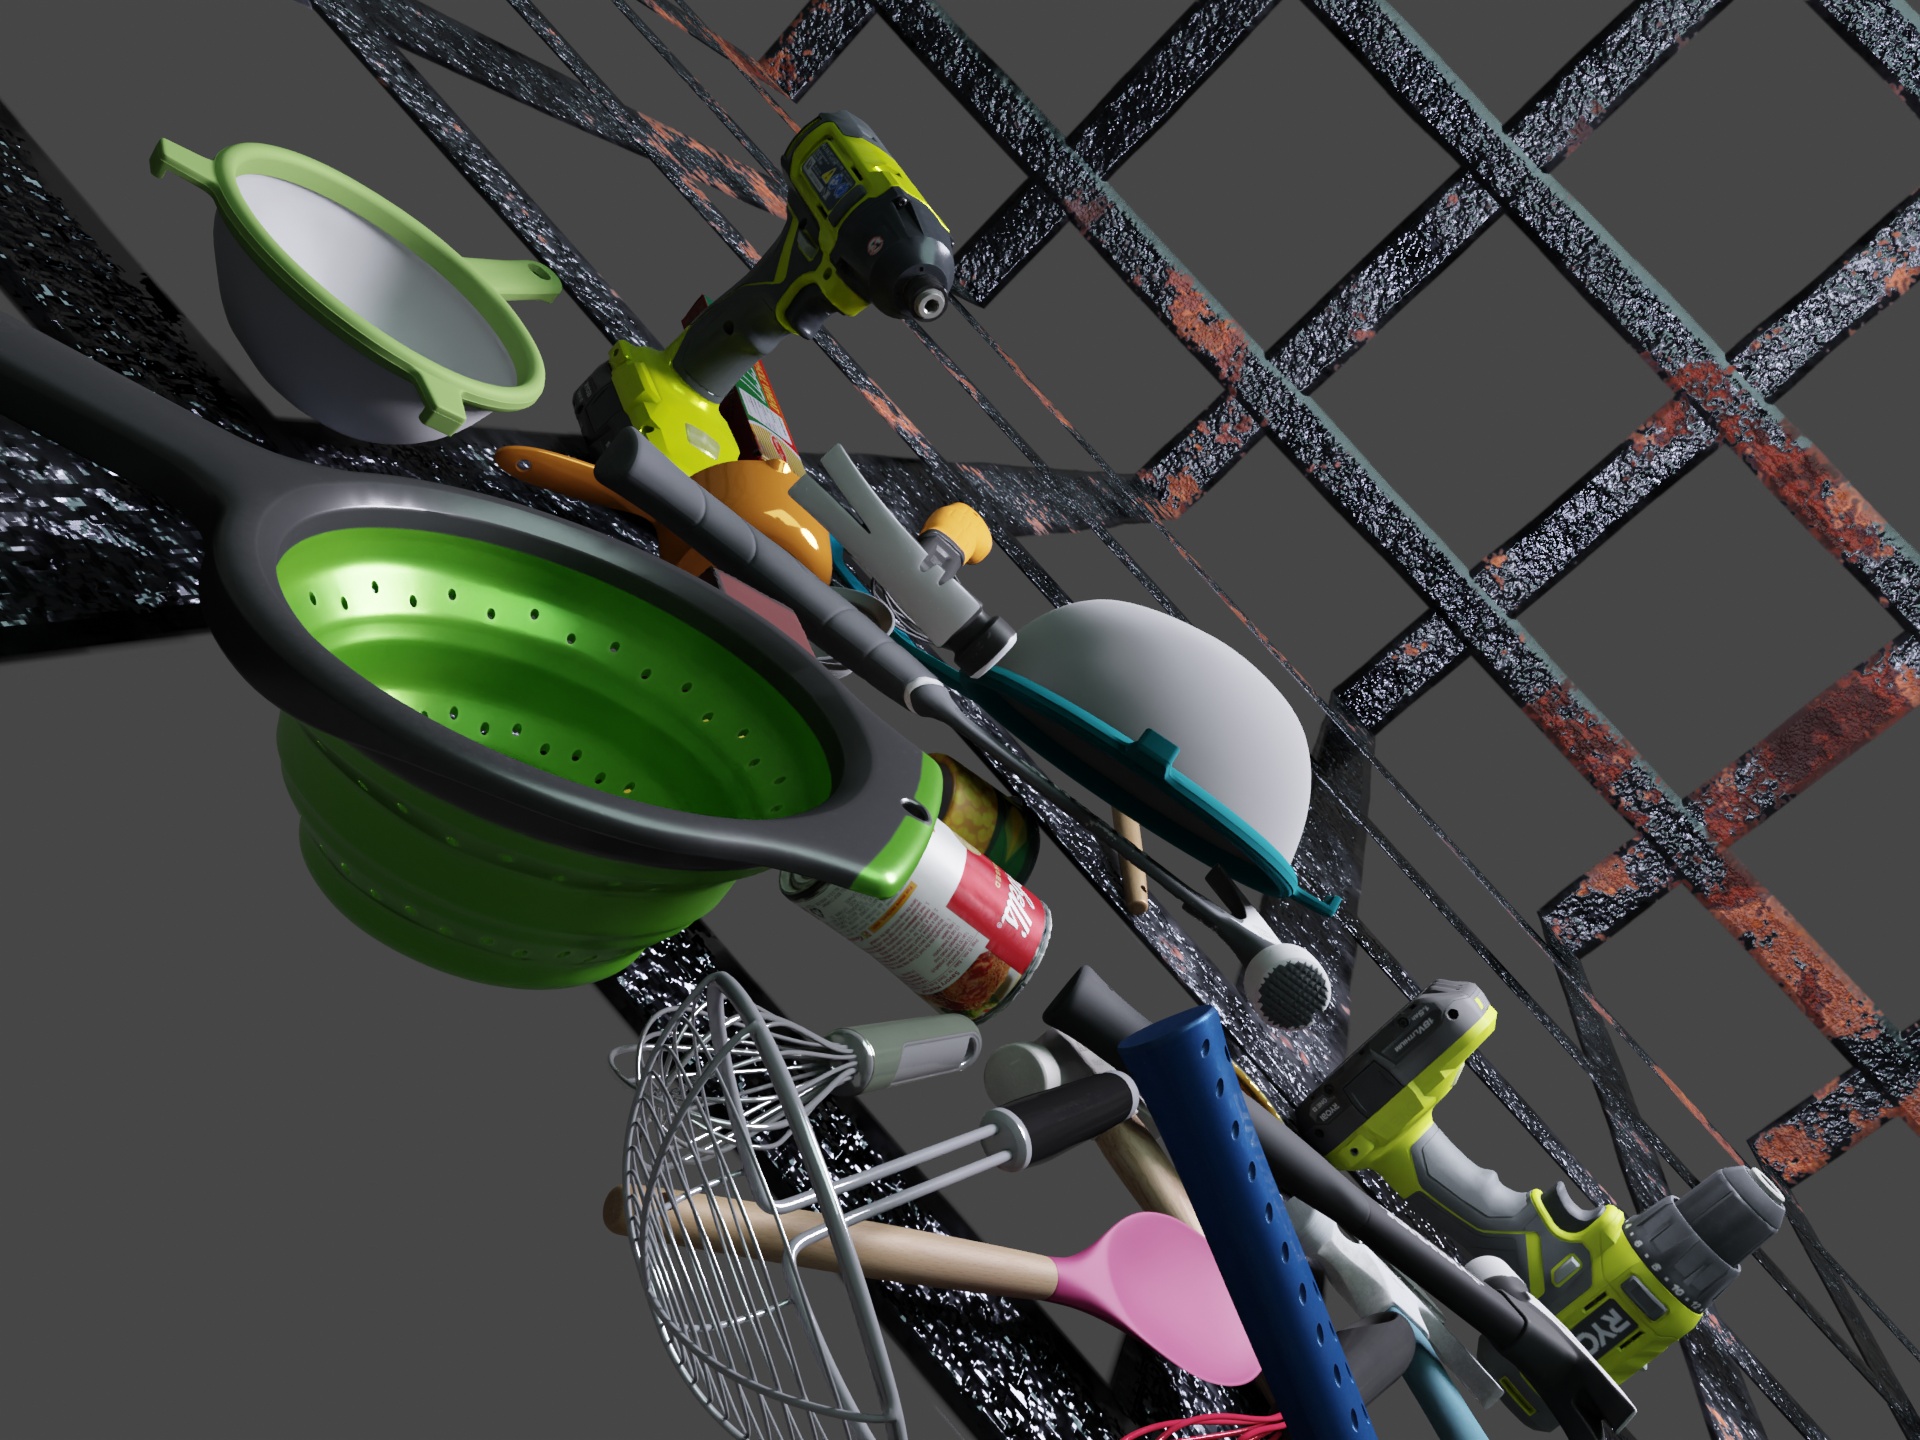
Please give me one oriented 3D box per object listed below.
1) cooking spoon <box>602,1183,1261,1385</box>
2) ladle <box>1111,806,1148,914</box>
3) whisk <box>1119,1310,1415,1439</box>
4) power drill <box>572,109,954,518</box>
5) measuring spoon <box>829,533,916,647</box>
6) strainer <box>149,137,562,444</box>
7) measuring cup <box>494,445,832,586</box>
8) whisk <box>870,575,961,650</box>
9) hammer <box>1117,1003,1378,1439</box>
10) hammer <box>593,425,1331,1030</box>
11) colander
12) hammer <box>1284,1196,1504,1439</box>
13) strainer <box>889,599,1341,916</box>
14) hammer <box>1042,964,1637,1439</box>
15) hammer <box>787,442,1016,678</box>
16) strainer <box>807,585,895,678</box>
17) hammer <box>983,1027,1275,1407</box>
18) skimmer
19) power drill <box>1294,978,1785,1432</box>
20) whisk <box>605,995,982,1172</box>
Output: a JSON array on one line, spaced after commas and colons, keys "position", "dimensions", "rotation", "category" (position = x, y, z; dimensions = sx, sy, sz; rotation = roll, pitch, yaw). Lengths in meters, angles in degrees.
[{"position": [0.011, 0.191, 0.553], "dimensions": [0.318, 0.017, 0.069], "rotation": [26, 35, -40], "category": "cooking spoon"}, {"position": [0.105, 0.040, 1.151], "dimensions": [0.078, 0.062, 0.320], "rotation": [42, 24, -23], "category": "ladle"}, {"position": [0.113, 0.259, 0.567], "dimensions": [0.073, 0.073, 0.295], "rotation": [54, 23, 21], "category": "whisk"}, {"position": [-0.103, -0.206, 0.862], "dimensions": [0.080, 0.223, 0.171], "rotation": [30, 24, -44], "category": "power drill"}, {"position": [-0.064, -0.096, 1.057], "dimensions": [0.129, 0.021, 0.042], "rotation": [50, 17, 7], "category": "measuring spoon"}, {"position": [-0.248, -0.178, 0.714], "dimensions": [0.151, 0.069, 0.256], "rotation": [43, 16, -6], "category": "strainer"}, {"position": [-0.144, -0.091, 0.782], "dimensions": [0.173, 0.095, 0.052], "rotation": [16, 35, -26], "category": "measuring cup"}, {"position": [0.011, -0.049, 1.084], "dimensions": [0.238, 0.055, 0.055], "rotation": [41, 16, -46], "category": "whisk"}, {"position": [0.141, 0.284, 0.481], "dimensions": [0.405, 0.035, 0.144], "rotation": [67, 22, 6], "category": "hammer"}, {"position": [-0.001, -0.002, 0.753], "dimensions": [0.409, 0.036, 0.149], "rotation": [38, 6, -8], "category": "hammer"}, {"position": [-0.202, -0.024, 0.477], "dimensions": [0.397, 0.094, 0.204], "rotation": [28, 18, -1], "category": "colander"}, {"position": [0.230, 0.332, 0.684], "dimensions": [0.128, 0.033, 0.331], "rotation": [45, 6, -14], "category": "hammer"}, {"position": [0.073, -0.022, 0.896], "dimensions": [0.210, 0.095, 0.341], "rotation": [39, -5, -41], "category": "strainer"}, {"position": [0.170, 0.219, 0.732], "dimensions": [0.334, 0.035, 0.146], "rotation": [38, 4, -13], "category": "hammer"}, {"position": [-0.016, -0.103, 0.903], "dimensions": [0.127, 0.034, 0.337], "rotation": [46, 10, -5], "category": "hammer"}, {"position": [-0.103, -0.083, 0.901], "dimensions": [0.087, 0.050, 0.259], "rotation": [-12, 40, -19], "category": "strainer"}, {"position": [0.134, 0.272, 0.688], "dimensions": [0.331, 0.031, 0.130], "rotation": [54, 18, 21], "category": "hammer"}, {"position": [0.014, 0.134, 0.504], "dimensions": [0.363, 0.090, 0.127], "rotation": [10, 54, -64], "category": "skimmer"}, {"position": [0.327, 0.263, 0.917], "dimensions": [0.229, 0.190, 0.080], "rotation": [48, 16, 17], "category": "power drill"}, {"position": [-0.045, 0.123, 0.568], "dimensions": [0.059, 0.058, 0.246], "rotation": [21, 2, 24], "category": "whisk"}]
